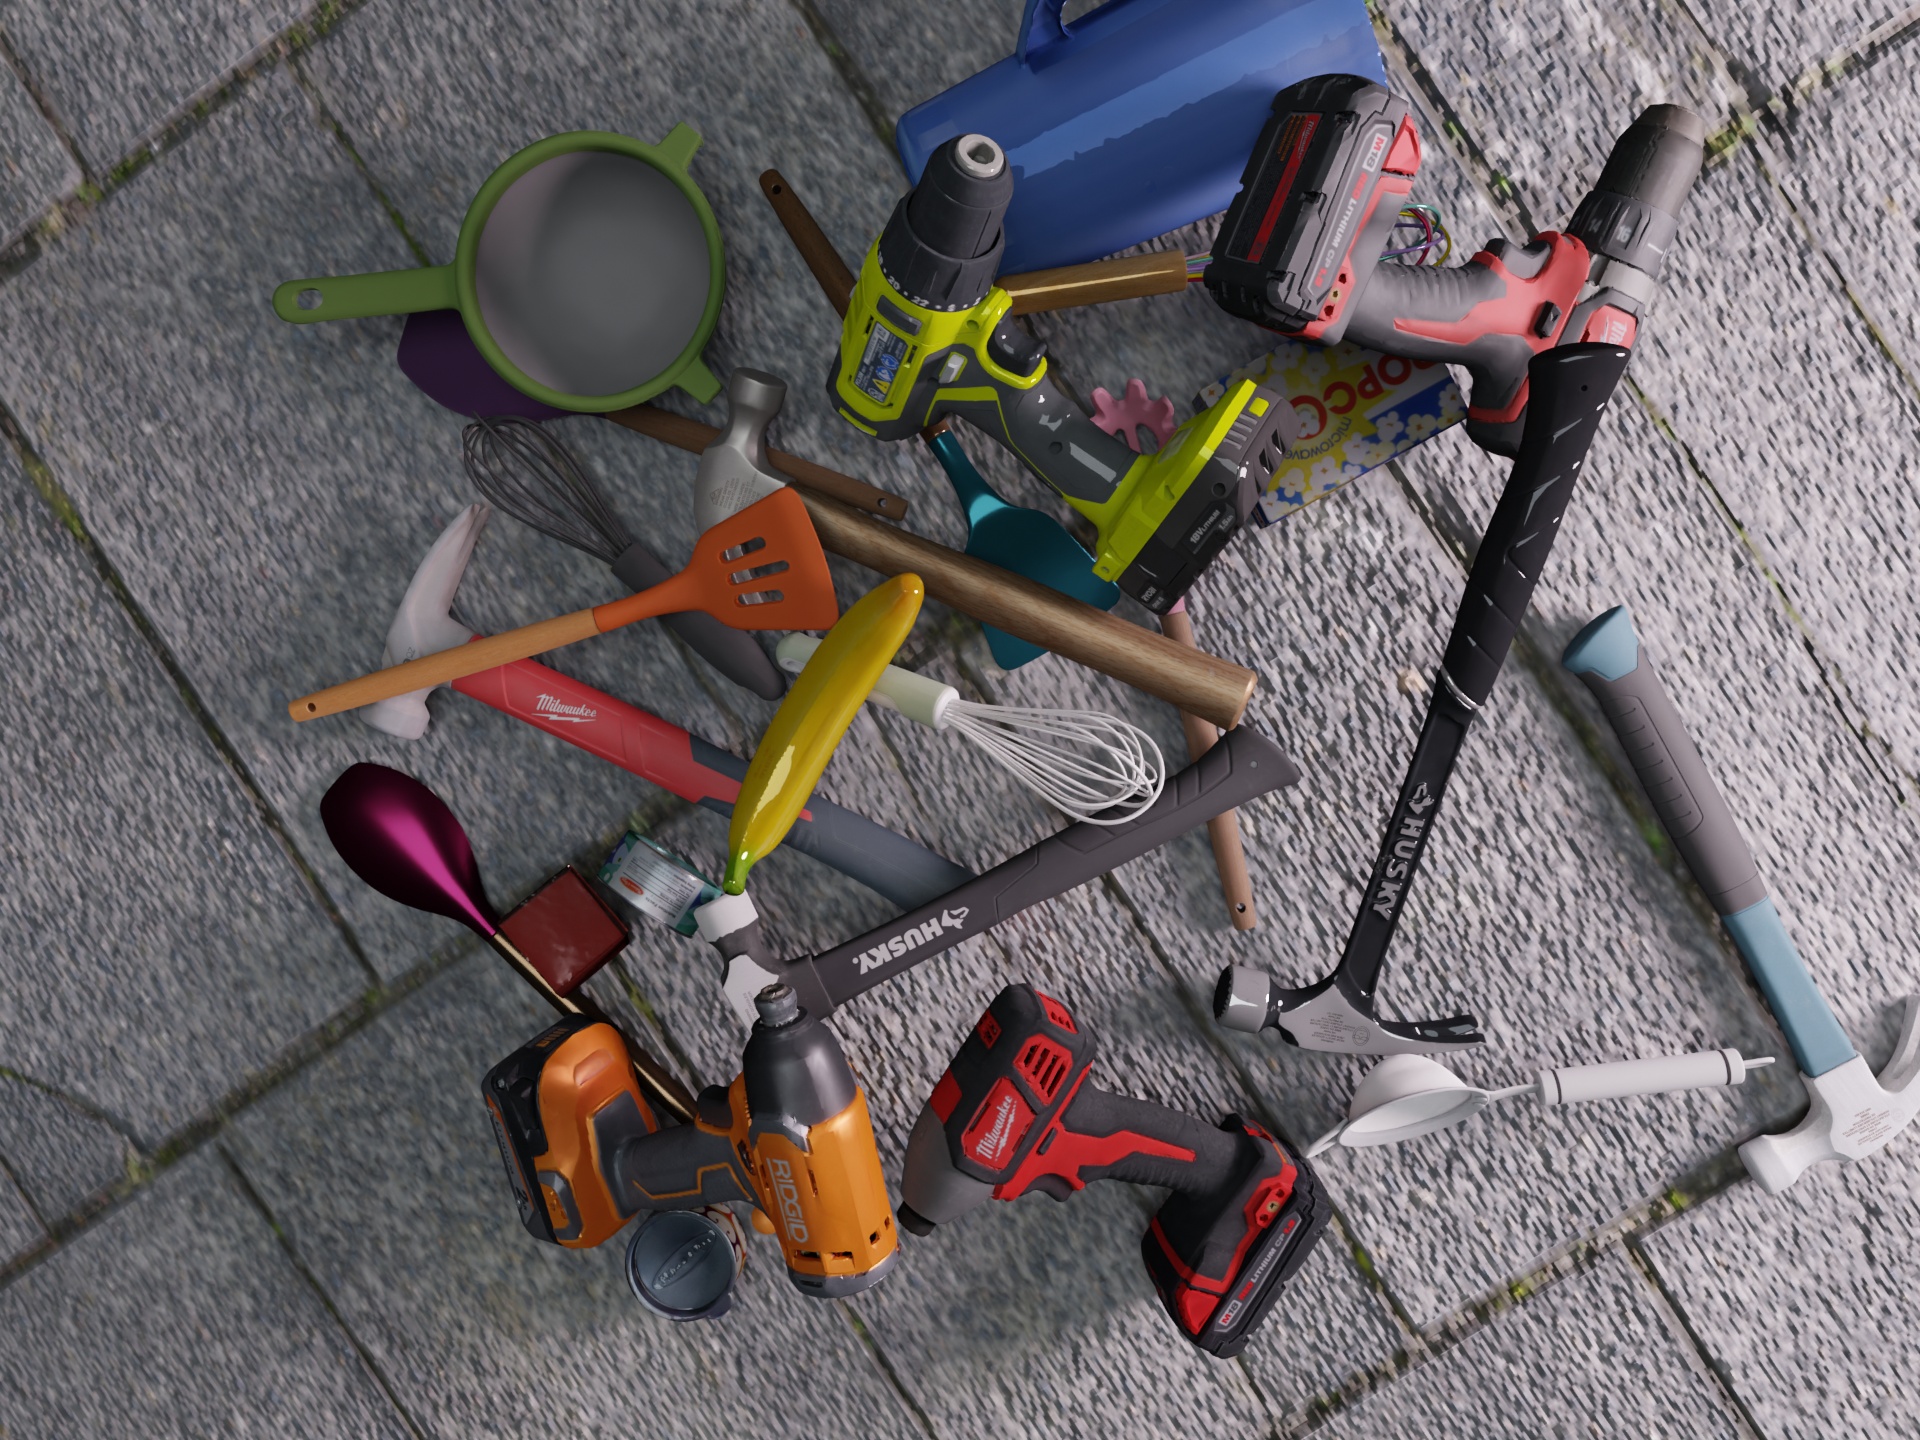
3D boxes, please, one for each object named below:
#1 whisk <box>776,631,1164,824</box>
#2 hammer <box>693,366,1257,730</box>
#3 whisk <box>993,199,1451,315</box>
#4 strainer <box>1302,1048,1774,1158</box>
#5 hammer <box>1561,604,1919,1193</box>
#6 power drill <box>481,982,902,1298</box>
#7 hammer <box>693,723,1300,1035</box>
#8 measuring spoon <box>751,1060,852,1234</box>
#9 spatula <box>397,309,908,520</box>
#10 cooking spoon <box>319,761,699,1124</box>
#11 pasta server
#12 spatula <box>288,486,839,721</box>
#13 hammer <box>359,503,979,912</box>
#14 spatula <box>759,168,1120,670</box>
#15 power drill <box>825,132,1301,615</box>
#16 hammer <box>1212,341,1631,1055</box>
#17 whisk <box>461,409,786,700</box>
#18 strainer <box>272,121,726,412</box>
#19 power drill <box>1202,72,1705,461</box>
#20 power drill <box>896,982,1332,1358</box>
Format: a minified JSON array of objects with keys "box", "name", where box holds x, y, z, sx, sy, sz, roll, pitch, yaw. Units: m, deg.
[{"box":[-0.001,-0.003,0.870,0.246,0.057,0.059,21,71,26],"name":"whisk"},{"box":[0.003,-0.073,0.877,0.331,0.031,0.130,24,111,9],"name":"hammer"},{"box":[0.139,-0.238,0.835,0.245,0.051,0.047,-9,84,-3],"name":"whisk"},{"box":[0.313,0.201,0.874,0.258,0.086,0.050,-8,59,4],"name":"strainer"},{"box":[0.427,0.091,0.883,0.128,0.033,0.331,-29,90,6],"name":"hammer"},{"box":[-0.146,0.215,0.856,0.226,0.084,0.164,-3,107,31],"name":"power drill"},{"box":[0.032,0.096,0.875,0.335,0.035,0.146,-27,87,1],"name":"hammer"},{"box":[-0.093,0.253,0.940,0.021,0.011,0.117,27,94,2],"name":"measuring spoon"},{"box":[-0.180,-0.171,0.923,0.316,0.018,0.060,19,97,4],"name":"spatula"},{"box":[-0.256,0.144,0.943,0.319,0.017,0.069,43,94,2],"name":"cooking spoon"},{"box":[0.125,-0.033,0.897,0.060,0.040,0.316,-13,93,13],"name":"pasta server"},{"box":[-0.226,-0.048,0.883,0.322,0.041,0.081,-16,103,5],"name":"spatula"},{"box":[-0.147,0.014,0.920,0.386,0.038,0.143,25,93,3],"name":"hammer"},{"box":[-0.026,-0.180,0.910,0.082,0.044,0.317,-33,85,7],"name":"spatula"},{"box":[0.048,-0.170,0.794,0.228,0.190,0.080,35,60,0],"name":"power drill"},{"box":[0.262,0.003,0.836,0.149,0.036,0.408,14,110,-2],"name":"hammer"},{"box":[-0.192,-0.094,0.913,0.239,0.055,0.055,41,95,-3],"name":"whisk"},{"box":[-0.252,-0.243,0.899,0.256,0.069,0.151,-4,94,6],"name":"strainer"},{"box":[0.255,-0.242,0.788,0.226,0.080,0.188,16,105,-23],"name":"power drill"},{"box":[0.077,0.249,0.861,0.219,0.079,0.143,31,95,-17],"name":"power drill"}]
